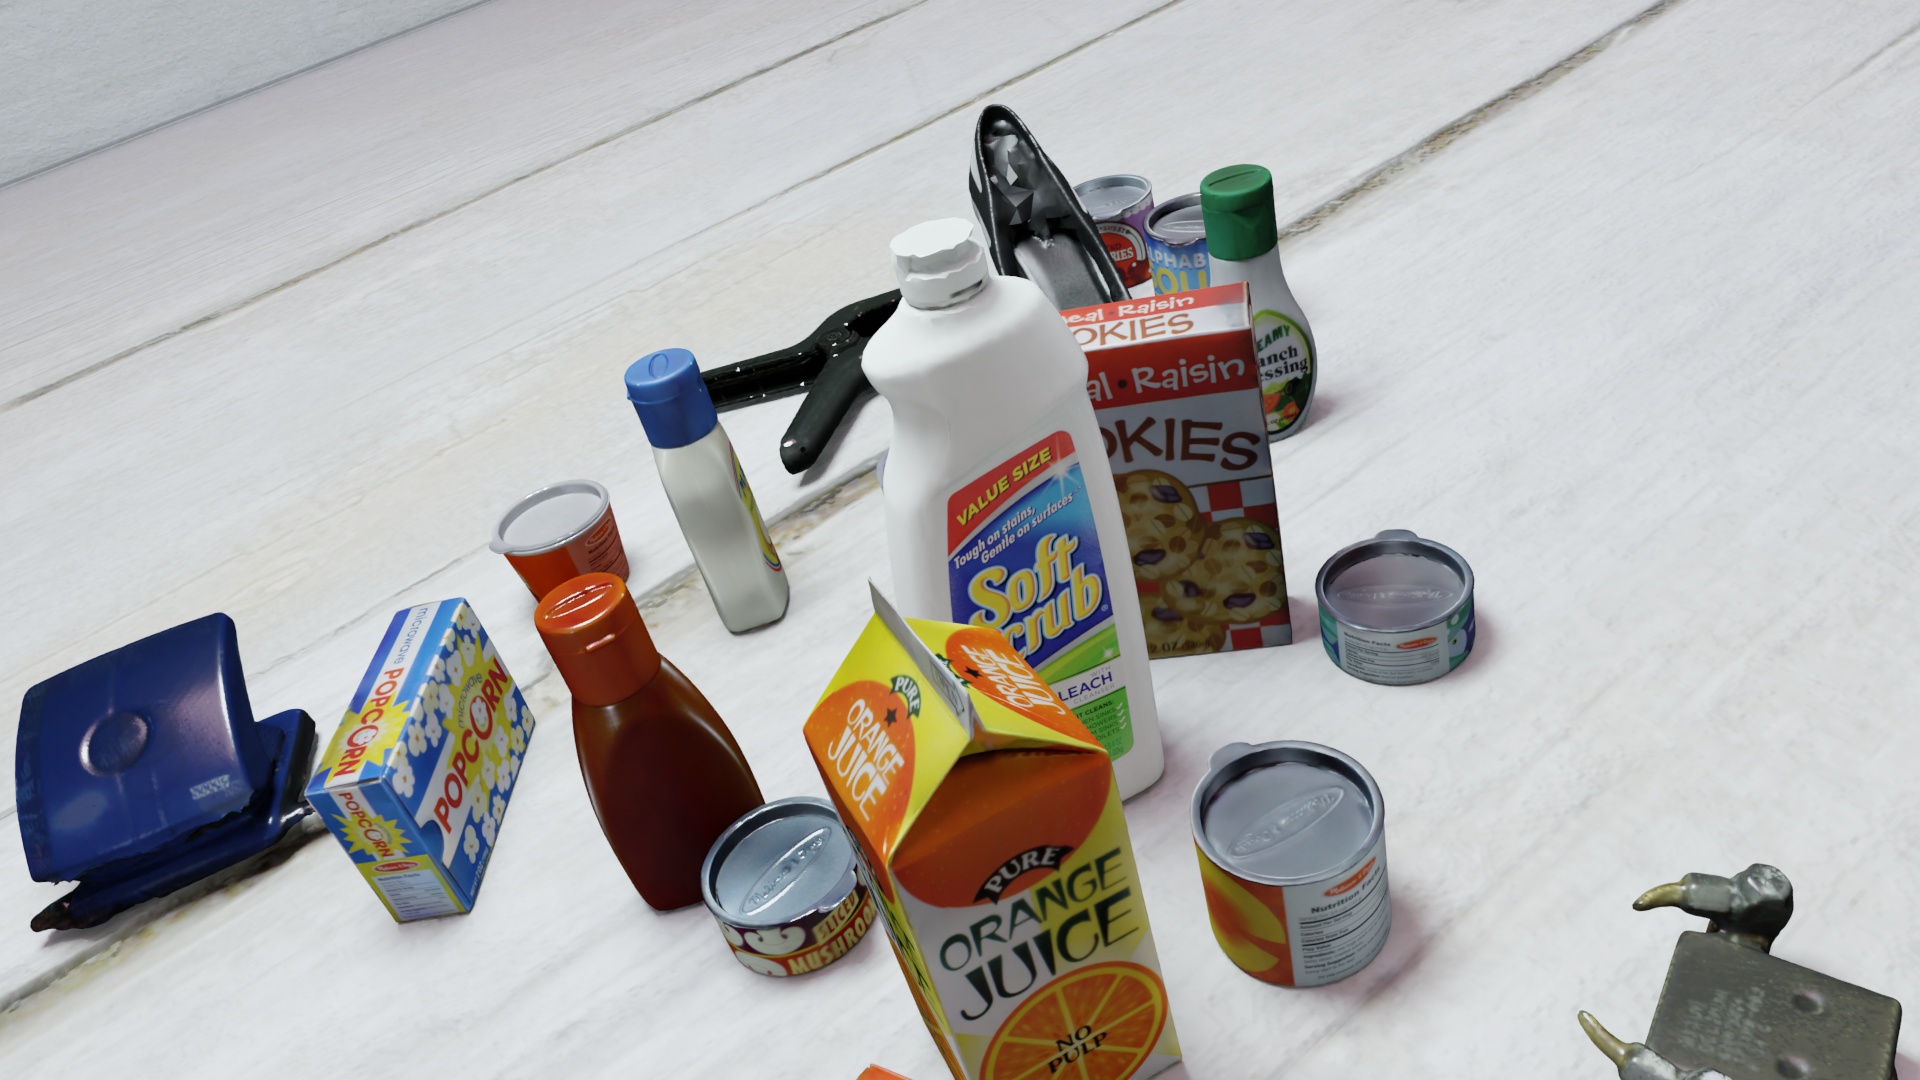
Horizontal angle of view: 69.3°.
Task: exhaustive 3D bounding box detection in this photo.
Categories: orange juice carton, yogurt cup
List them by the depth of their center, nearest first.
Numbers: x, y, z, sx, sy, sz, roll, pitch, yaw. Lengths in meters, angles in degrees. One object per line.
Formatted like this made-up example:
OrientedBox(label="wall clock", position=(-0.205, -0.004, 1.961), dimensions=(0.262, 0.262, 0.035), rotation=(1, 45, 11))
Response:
OrientedBox(label="orange juice carton", position=(0.009, 0.101, 0.439), dimensions=(0.073, 0.191, 0.072), rotation=(-25, 35, -13))
OrientedBox(label="yogurt cup", position=(-0.224, 0.005, 0.790), dimensions=(0.072, 0.053, 0.073), rotation=(-11, 34, 8))

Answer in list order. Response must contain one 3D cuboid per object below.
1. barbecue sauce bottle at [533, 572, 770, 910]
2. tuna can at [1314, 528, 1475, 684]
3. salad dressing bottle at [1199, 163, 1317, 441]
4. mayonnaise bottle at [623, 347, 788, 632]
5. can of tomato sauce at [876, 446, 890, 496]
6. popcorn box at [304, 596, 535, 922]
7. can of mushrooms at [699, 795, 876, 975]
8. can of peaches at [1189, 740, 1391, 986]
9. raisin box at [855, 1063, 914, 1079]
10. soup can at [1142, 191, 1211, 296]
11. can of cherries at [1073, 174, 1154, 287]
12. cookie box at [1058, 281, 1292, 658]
OrientedBox(label="barbecue sauce bottle", position=(-0.125, 0.081, 0.559), dimensions=(0.065, 0.147, 0.044), rotation=(-27, 35, -15))
OrientedBox(label="tuna can", position=(0.191, 0.028, 0.609), dimensions=(0.071, 0.032, 0.071), rotation=(-11, 35, 8))
OrientedBox(label="salad dressing bottle", position=(0.154, -0.124, 0.738), dimensions=(0.064, 0.147, 0.044), rotation=(-18, 34, -2))
OrientedBox(label="mayonnaise bottle", position=(-0.129, -0.026, 0.713), dimensions=(0.041, 0.147, 0.065), rotation=(-17, 34, -2))
OrientedBox(label="can of tomato sauce", position=(0.002, -0.009, 0.693), dimensions=(0.071, 0.082, 0.071), rotation=(-11, 34, 8))
OrientedBox(label="popcorn box", position=(-0.243, 0.098, 0.639), dimensions=(0.038, 0.084, 0.127), rotation=(-12, 34, 7))
OrientedBox(label="can of mushrooms", position=(-0.066, 0.139, 0.556), dimensions=(0.071, 0.033, 0.071), rotation=(-11, 35, 8))
OrientedBox(label="can of peaches", position=(0.117, 0.114, 0.496), dimensions=(0.071, 0.057, 0.071), rotation=(-11, 34, 8))
OrientedBox(label="raisin box", position=(0.016, 0.198, 0.359), dimensions=(0.086, 0.122, 0.040), rotation=(10, 42, 33))
OrientedBox(label="soup can", position=(0.149, -0.160, 0.848), dimensions=(0.071, 0.083, 0.072), rotation=(-11, 34, 8))
OrientedBox(label="can of cherries", position=(0.104, -0.212, 0.961), dimensions=(0.071, 0.058, 0.072), rotation=(-11, 34, 8))
OrientedBox(label="cookie box", position=(0.075, -0.023, 0.609), dimensions=(0.123, 0.166, 0.040), rotation=(-7, 35, 13))
